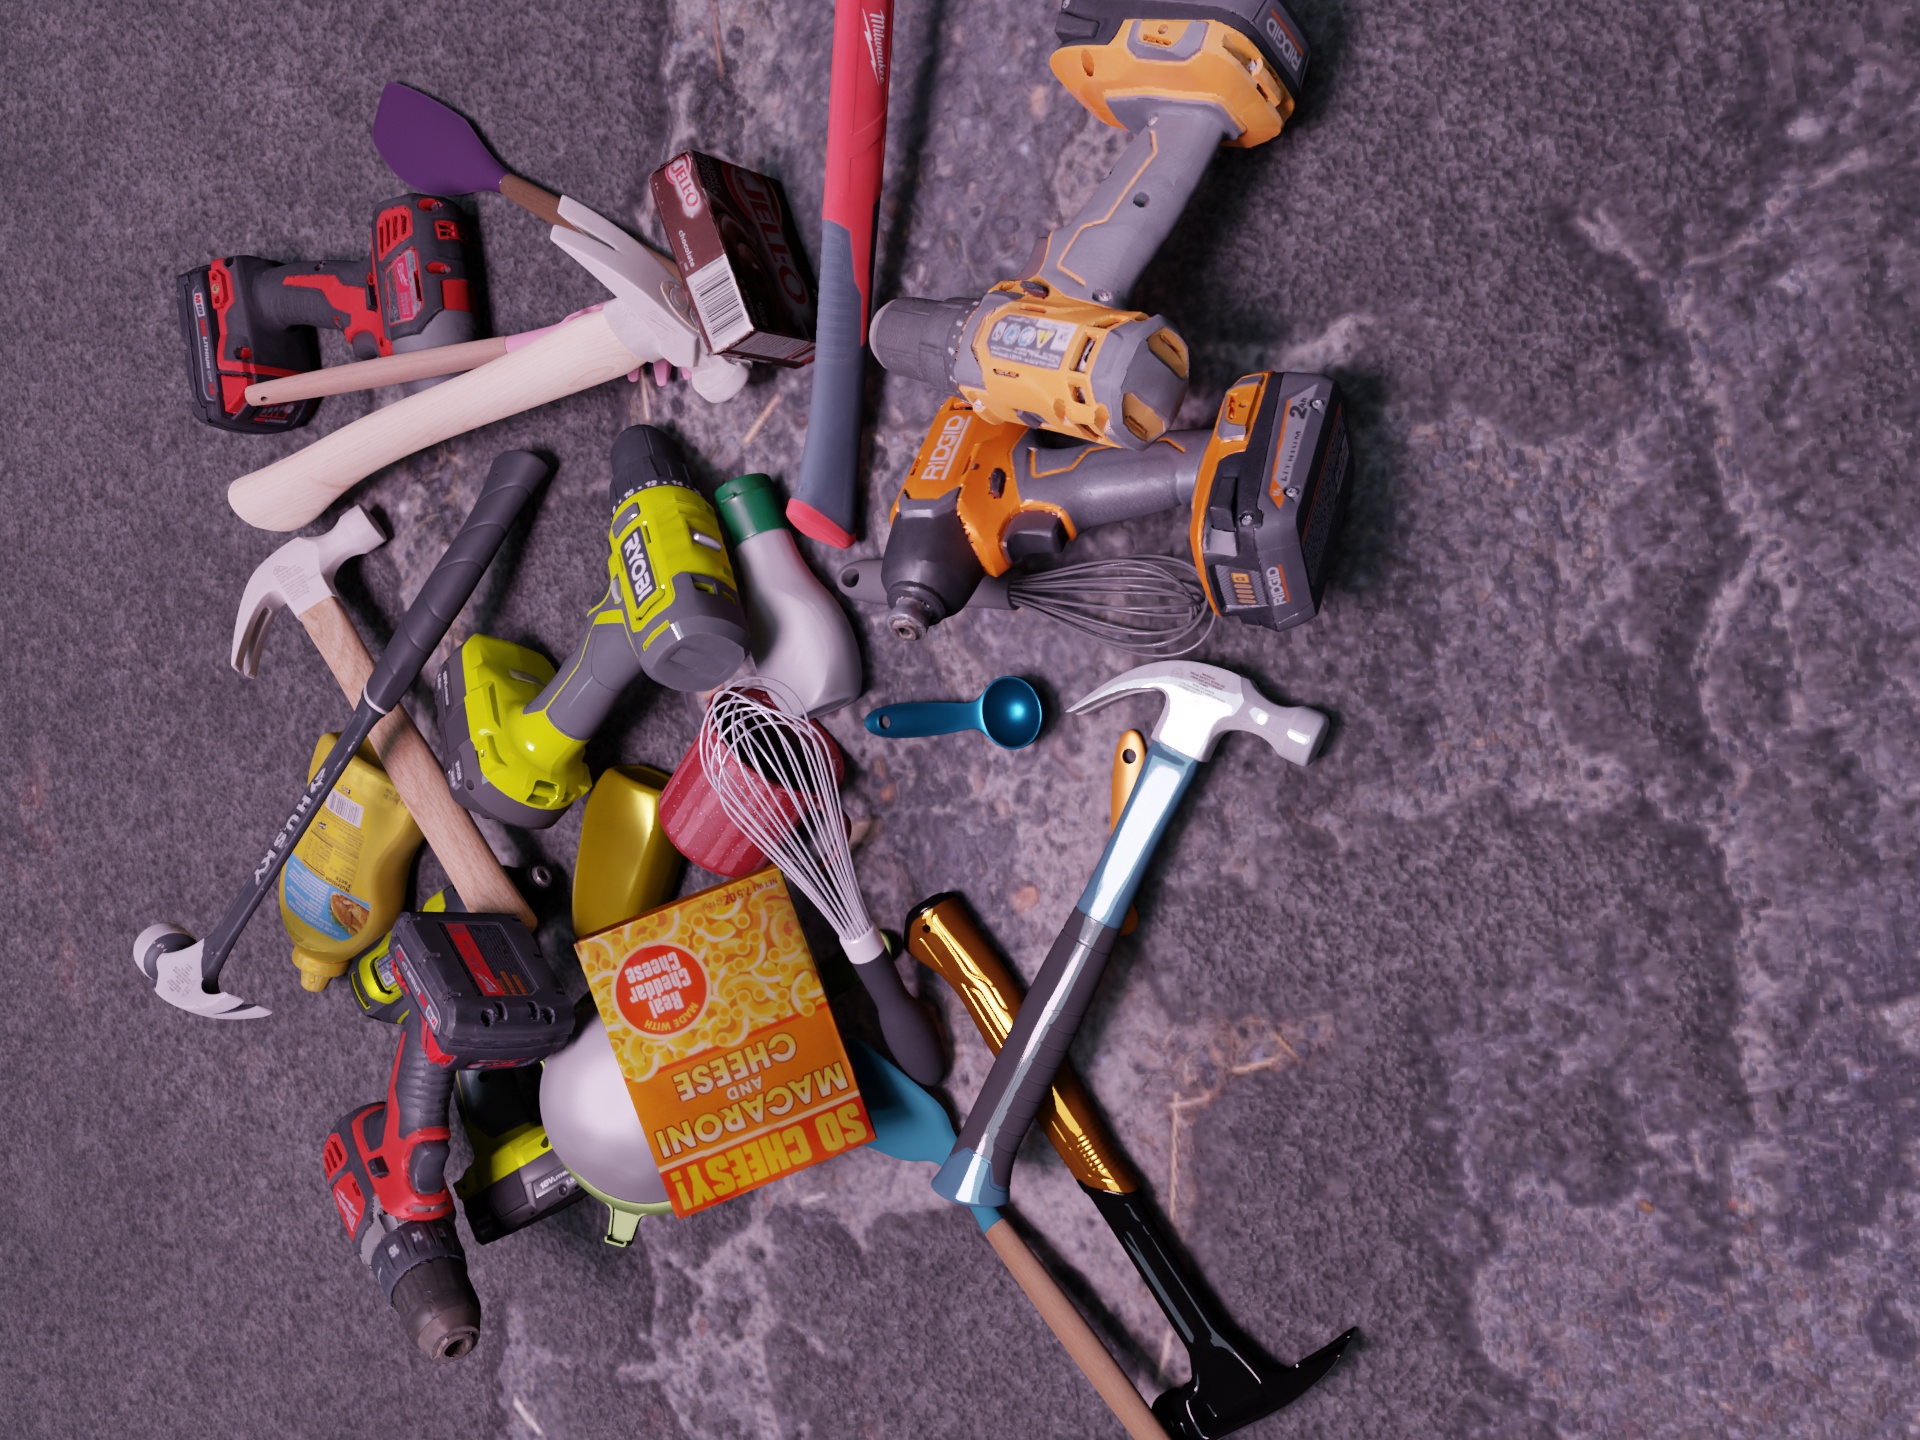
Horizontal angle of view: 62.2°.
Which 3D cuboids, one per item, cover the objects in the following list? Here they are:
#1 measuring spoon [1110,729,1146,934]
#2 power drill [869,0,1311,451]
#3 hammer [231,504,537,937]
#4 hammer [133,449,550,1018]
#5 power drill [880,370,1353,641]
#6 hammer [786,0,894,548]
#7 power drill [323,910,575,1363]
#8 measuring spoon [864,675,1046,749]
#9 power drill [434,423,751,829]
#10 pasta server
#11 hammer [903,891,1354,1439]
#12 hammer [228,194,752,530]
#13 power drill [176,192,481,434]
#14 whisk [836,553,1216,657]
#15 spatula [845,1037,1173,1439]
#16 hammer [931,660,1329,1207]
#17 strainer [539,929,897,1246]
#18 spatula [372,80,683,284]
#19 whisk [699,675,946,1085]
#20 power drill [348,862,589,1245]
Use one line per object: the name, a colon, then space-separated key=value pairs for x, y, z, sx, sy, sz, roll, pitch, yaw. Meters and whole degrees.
measuring spoon: x=0.091 y=0.063 z=0.885 sx=0.021 sy=0.011 sz=0.117 roll=6 pitch=98 yaw=26
power drill: x=0.057 y=-0.255 z=0.798 sx=0.185 sy=0.084 sz=0.226 roll=21 pitch=88 yaw=39
hammer: x=-0.381 y=0.013 z=1.067 sx=0.130 sy=0.031 sz=0.331 roll=-34 pitch=73 yaw=-5
hammer: x=-0.379 y=0.002 z=1.008 sx=0.149 sy=0.036 sz=0.409 roll=19 pitch=75 yaw=46
power drill: x=0.070 y=-0.102 z=0.804 sx=0.226 sy=0.084 sz=0.164 roll=4 pitch=54 yaw=26
hammer: x=-0.049 y=-0.288 z=0.887 sx=0.038 sy=0.143 sz=0.386 roll=23 pitch=117 yaw=38
power drill: x=-0.311 y=0.248 z=0.960 sx=0.188 sy=0.080 sz=0.226 roll=43 pitch=115 yaw=43
measuring spoon: x=-0.001 y=-0.003 z=0.928 sx=0.129 sy=0.021 sz=0.042 roll=-4 pitch=94 yaw=37
power drill: x=-0.229 y=-0.058 z=0.985 sx=0.228 sy=0.080 sz=0.191 roll=-41 pitch=51 yaw=26
pasta server: x=-0.311 y=-0.226 z=1.004 sx=0.316 sy=0.060 sz=0.040 roll=-7 pitch=49 yaw=11
hammer: x=0.076 y=0.239 z=0.898 sx=0.127 sy=0.034 sz=0.337 roll=-40 pitch=77 yaw=25
hammer: x=-0.331 y=-0.197 z=0.992 sx=0.410 sy=0.146 sz=0.038 roll=-14 pitch=56 yaw=31
power drill: x=-0.421 y=-0.263 z=1.082 sx=0.220 sy=0.078 sz=0.143 roll=-6 pitch=93 yaw=25
whisk: x=0.030 y=-0.070 z=0.888 sx=0.239 sy=0.055 sz=0.055 roll=7 pitch=99 yaw=31
spatula: x=0.028 y=0.316 z=0.909 sx=0.318 sy=0.044 sz=0.082 roll=48 pitch=128 yaw=25
hammer: x=0.070 y=0.120 z=0.863 sx=0.128 sy=0.033 sz=0.331 roll=28 pitch=98 yaw=22
strainer: x=-0.154 y=0.197 z=0.955 sx=0.256 sy=0.069 sz=0.152 roll=-33 pitch=74 yaw=8
spatula: x=-0.276 y=-0.336 z=1.030 sx=0.316 sy=0.018 sz=0.059 roll=32 pitch=112 yaw=22
whisk: x=-0.068 y=0.099 z=0.896 sx=0.070 sy=0.070 sz=0.284 roll=-11 pitch=119 yaw=28
power drill: x=-0.304 y=0.218 z=1.069 sx=0.171 sy=0.080 sz=0.223 roll=-33 pitch=77 yaw=21
